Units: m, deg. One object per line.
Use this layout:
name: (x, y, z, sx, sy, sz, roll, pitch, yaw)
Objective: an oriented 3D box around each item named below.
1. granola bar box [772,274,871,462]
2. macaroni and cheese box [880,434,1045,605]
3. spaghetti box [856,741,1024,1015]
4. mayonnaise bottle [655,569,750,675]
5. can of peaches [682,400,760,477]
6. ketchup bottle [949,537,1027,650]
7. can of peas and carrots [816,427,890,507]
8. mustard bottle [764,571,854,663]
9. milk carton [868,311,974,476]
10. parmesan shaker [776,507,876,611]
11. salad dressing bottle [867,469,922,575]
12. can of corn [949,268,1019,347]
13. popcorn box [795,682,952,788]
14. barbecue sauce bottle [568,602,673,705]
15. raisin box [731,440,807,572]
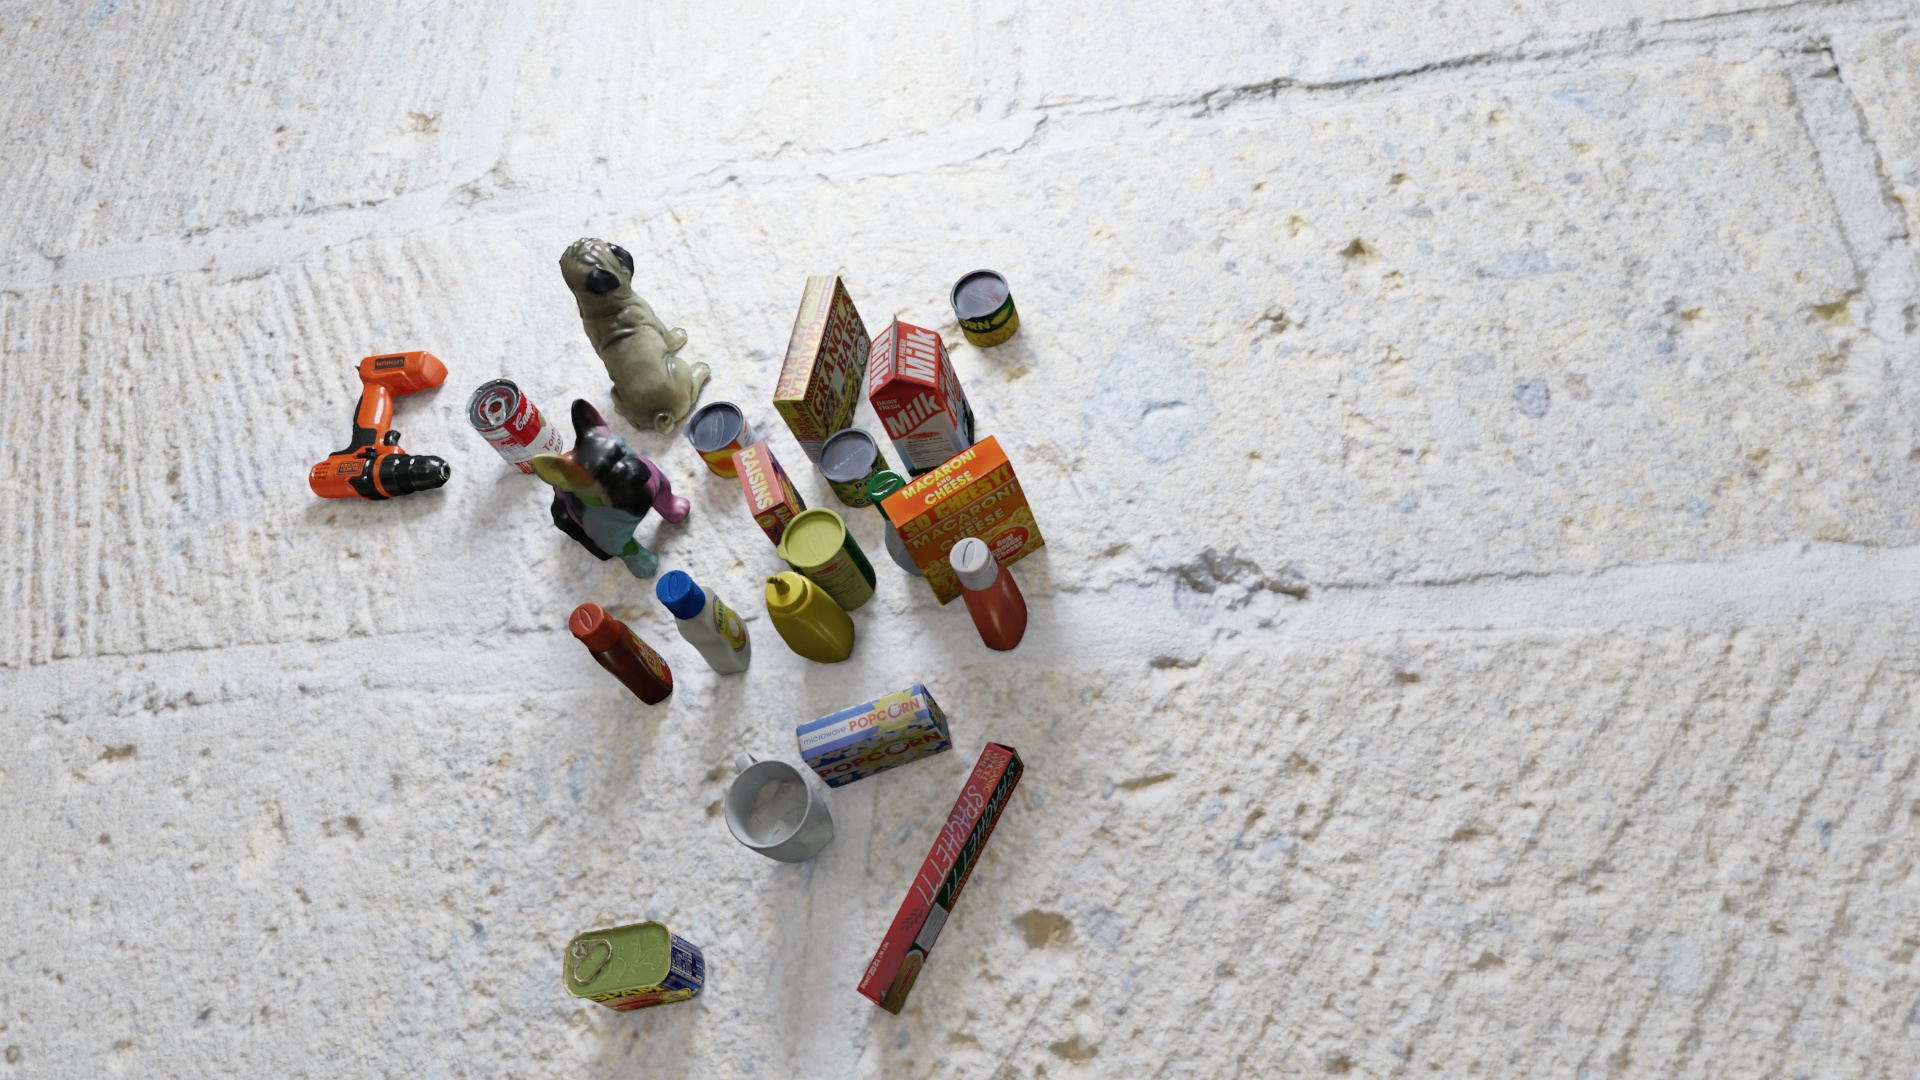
granola bar box: (-0.146, -0.185, 1.502, 0.039, 0.123, 0.166, 2, 62, 17)
macaroni and cheese box: (0.005, -0.017, 1.338, 0.124, 0.166, 0.040, -31, 58, -3)
spaghetti box: (-0.014, 0.296, 1.233, 0.029, 0.050, 0.251, 20, 68, 25)
mayonnaise bottle: (-0.252, 0.078, 1.369, 0.041, 0.147, 0.065, -12, 59, 10)
can of peaches: (-0.262, -0.111, 1.532, 0.071, 0.058, 0.071, -7, 60, 12)
ketchup bottle: (0.027, 0.047, 1.305, 0.043, 0.148, 0.065, 3, 62, 18)
can of peas and carrots: (-0.110, -0.075, 1.467, 0.071, 0.058, 0.071, -7, 60, 12)
mustard bottle: (-0.151, 0.068, 1.338, 0.065, 0.159, 0.049, 1, 62, 17)
milk carton: (-0.043, -0.147, 1.411, 0.073, 0.189, 0.072, -7, 60, 12)
parmesan shaker: (-0.133, 0.022, 1.393, 0.071, 0.102, 0.071, -7, 60, 12)
salad dressing bottle: (-0.051, -0.017, 1.365, 0.064, 0.147, 0.044, -29, 58, -1)
can of corn: (0.026, -0.253, 1.530, 0.071, 0.058, 0.071, -7, 60, 12)
popcorn box: (-0.080, 0.184, 1.296, 0.127, 0.085, 0.038, -20, 58, 5)
barbecue sauce bottle: (-0.337, 0.109, 1.375, 0.044, 0.148, 0.065, -33, 58, -3)
raisin box: (-0.186, -0.034, 1.428, 0.040, 0.123, 0.086, -25, 58, 2)
